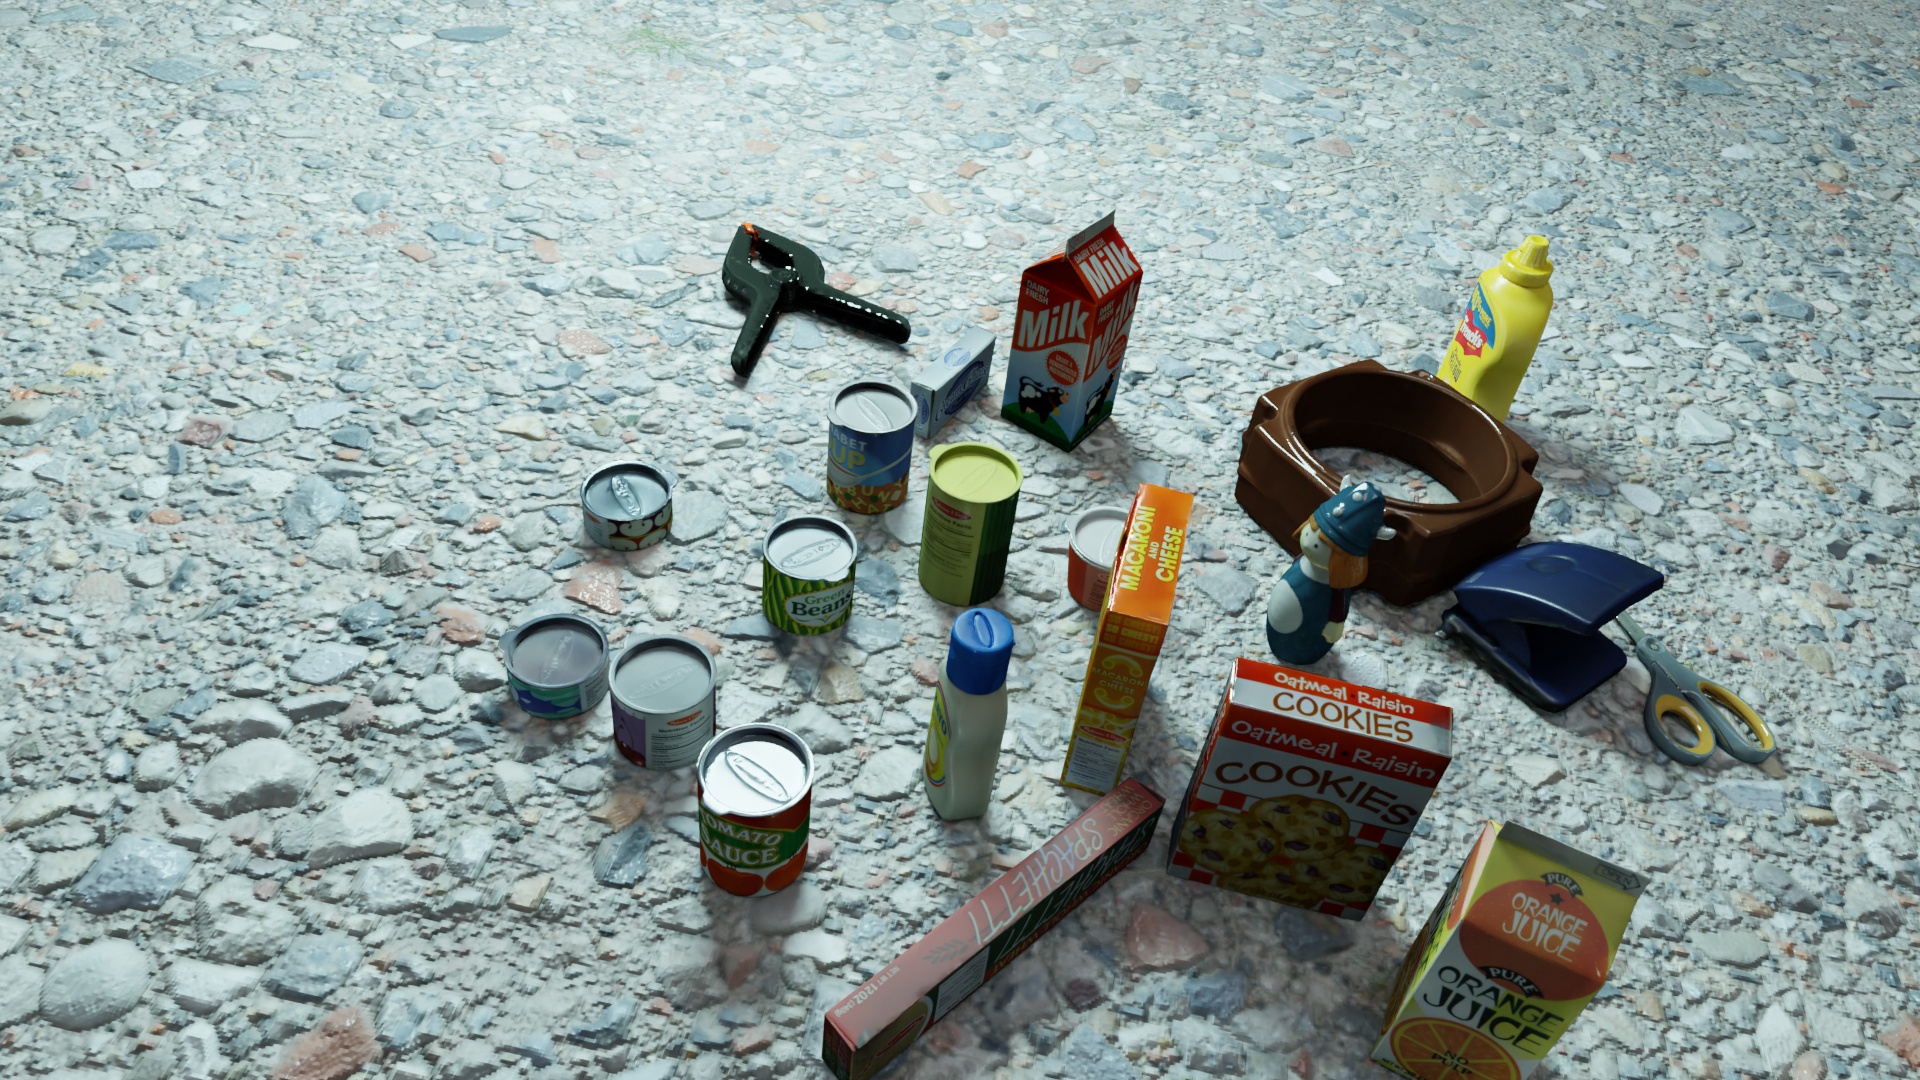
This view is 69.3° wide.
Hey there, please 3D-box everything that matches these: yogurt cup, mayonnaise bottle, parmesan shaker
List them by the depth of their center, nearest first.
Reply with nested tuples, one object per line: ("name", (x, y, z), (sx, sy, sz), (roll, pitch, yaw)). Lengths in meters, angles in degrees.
("mayonnaise bottle", (0.005, 0.104, 0.845), (0.041, 0.147, 0.065), (-5, 44, -14))
("parmesan shaker", (0.004, -0.013, 1.003), (0.071, 0.102, 0.072), (5, 43, -4))
("yogurt cup", (0.110, 0.016, 1.026), (0.072, 0.053, 0.073), (5, 43, -4))

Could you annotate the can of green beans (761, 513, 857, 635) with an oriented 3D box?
("can of green beans", (-0.107, 0.024, 0.979), (0.071, 0.057, 0.071), (5, 43, -4))

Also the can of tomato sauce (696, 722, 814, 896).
("can of tomato sauce", (-0.121, 0.160, 0.812), (0.071, 0.082, 0.071), (5, 43, -4))

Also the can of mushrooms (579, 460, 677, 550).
("can of mushrooms", (-0.244, -0.026, 1.029), (0.071, 0.033, 0.071), (5, 43, -4))

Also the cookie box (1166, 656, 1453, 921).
("cookie box", (0.200, 0.148, 0.815), (0.123, 0.166, 0.040), (13, 43, 5))

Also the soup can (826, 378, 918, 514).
("soup can", (-0.072, -0.071, 1.068), (0.071, 0.083, 0.072), (5, 43, -4))

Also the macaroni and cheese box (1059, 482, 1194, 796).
("macaroni and cheese box", (0.106, 0.065, 0.890), (0.040, 0.165, 0.124), (14, 43, 6))

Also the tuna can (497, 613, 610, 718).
("tuna can", (-0.266, 0.082, 0.909), (0.071, 0.032, 0.071), (5, 43, -4))

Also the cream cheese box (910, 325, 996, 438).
("cream cheese box", (-0.007, -0.133, 1.168), (0.024, 0.053, 0.104), (26, 45, 18))

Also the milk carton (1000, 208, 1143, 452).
("milk carton", (0.091, -0.174, 1.128), (0.073, 0.189, 0.073), (30, 47, 22))

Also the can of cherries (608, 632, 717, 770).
("can of cherries", (-0.189, 0.101, 0.882), (0.071, 0.058, 0.072), (5, 43, -4))

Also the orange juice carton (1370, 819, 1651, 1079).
("orange juice carton", (0.288, 0.218, 0.735), (0.072, 0.191, 0.073), (23, 45, 16))

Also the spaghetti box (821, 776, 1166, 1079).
("spaghetti box", (0.025, 0.219, 0.796), (0.251, 0.049, 0.029), (-30, 55, -34))
